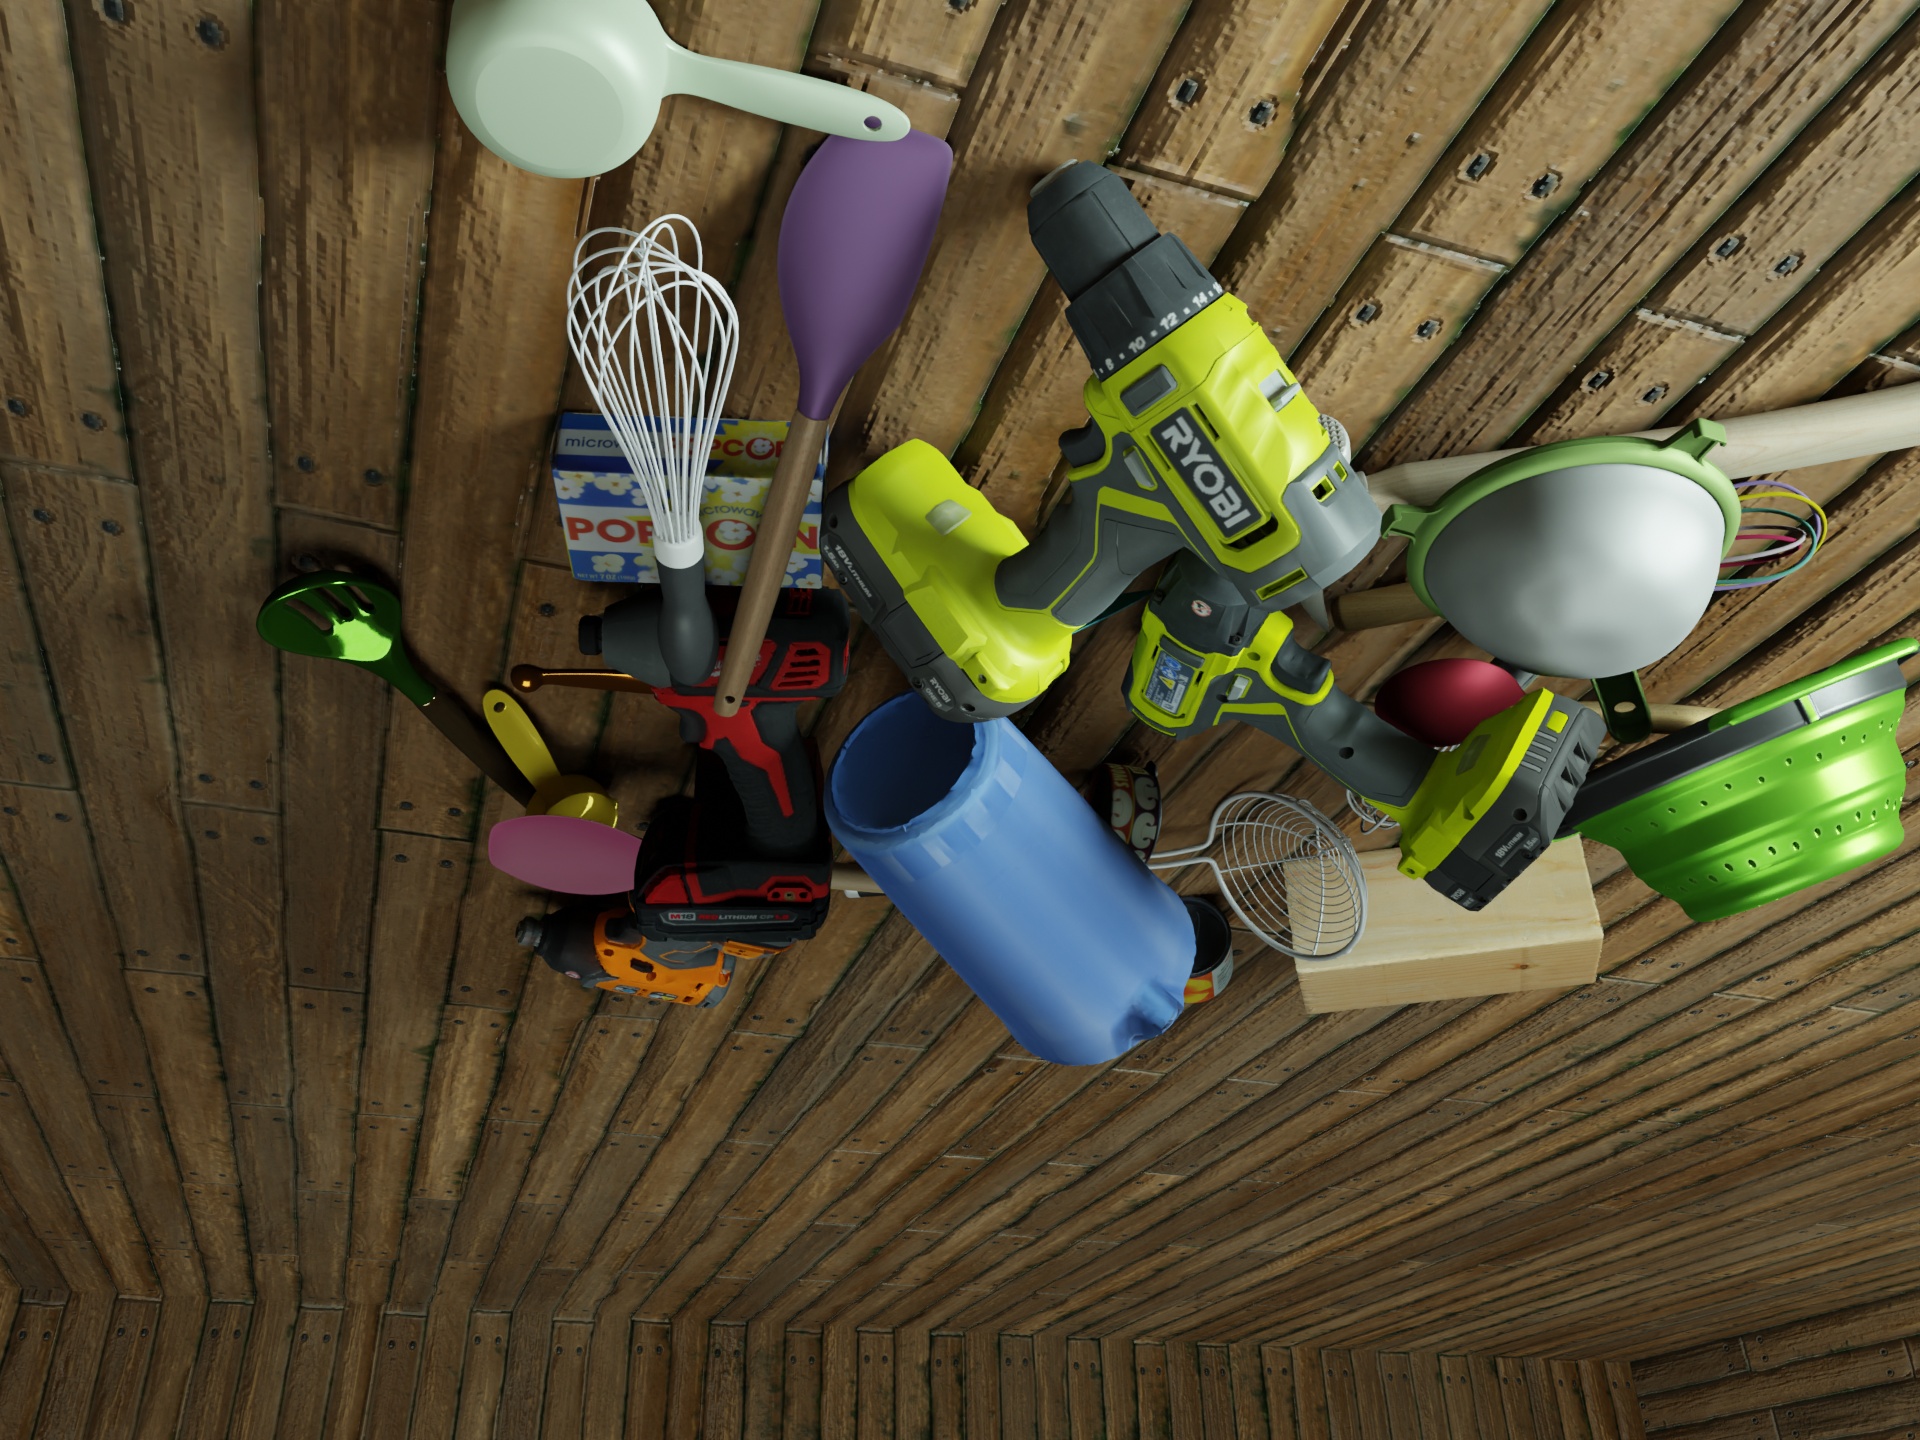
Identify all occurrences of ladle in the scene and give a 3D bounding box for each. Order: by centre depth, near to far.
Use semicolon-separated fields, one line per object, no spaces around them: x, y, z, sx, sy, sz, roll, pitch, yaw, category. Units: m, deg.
0.369;-0.003;0.920;0.315;0.031;0.069;2;143;-29;ladle

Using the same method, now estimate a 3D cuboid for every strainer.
0.315;-0.035;0.786;0.151;0.069;0.256;-14;144;25;strainer

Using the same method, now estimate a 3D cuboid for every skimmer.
0.090;0.114;1.091;0.363;0.090;0.127;-5;116;11;skimmer

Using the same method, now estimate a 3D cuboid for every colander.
0.419;0.064;0.912;0.204;0.094;0.397;-21;167;-3;colander

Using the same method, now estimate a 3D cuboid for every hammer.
0.359;-0.123;0.759;0.410;0.038;0.146;-9;149;12;hammer

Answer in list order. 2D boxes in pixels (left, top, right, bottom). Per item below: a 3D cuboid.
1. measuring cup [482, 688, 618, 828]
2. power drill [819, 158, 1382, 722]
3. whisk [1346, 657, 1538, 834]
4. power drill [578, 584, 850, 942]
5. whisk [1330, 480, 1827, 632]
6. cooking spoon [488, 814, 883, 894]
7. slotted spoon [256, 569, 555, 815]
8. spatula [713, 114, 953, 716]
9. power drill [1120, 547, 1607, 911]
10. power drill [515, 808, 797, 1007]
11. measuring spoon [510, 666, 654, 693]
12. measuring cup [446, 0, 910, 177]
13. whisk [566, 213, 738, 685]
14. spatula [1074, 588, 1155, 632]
-0.265;0.028;0.995;0.062;0.029;0.156;-33;137;-14;measuring cup
0.042;-0.108;0.686;0.228;0.080;0.190;-29;100;46;power drill
0.303;-0.004;0.948;0.058;0.059;0.246;30;141;1;whisk
-0.136;0.020;0.892;0.143;0.079;0.219;1;126;-5;power drill
0.319;-0.074;0.834;0.245;0.051;0.047;-10;153;20;whisk
-0.136;0.093;1.012;0.318;0.017;0.068;7;131;-12;cooking spoon
-0.307;-0.003;0.943;0.070;0.031;0.313;-23;149;2;slotted spoon
-0.074;-0.117;0.706;0.059;0.018;0.315;12;131;-12;spatula
0.194;-0.008;0.801;0.223;0.080;0.171;31;156;11;power drill
-0.214;0.141;1.136;0.164;0.084;0.226;15;149;-24;power drill
-0.205;-0.020;0.933;0.117;0.011;0.021;3;149;-8;measuring spoon
-0.100;-0.222;0.574;0.167;0.038;0.083;8;148;-12;measuring cup
-0.125;-0.101;0.696;0.070;0.070;0.284;1;147;-4;whisk
-0.001;-0.003;0.935;0.082;0.044;0.317;-28;169;-36;spatula
